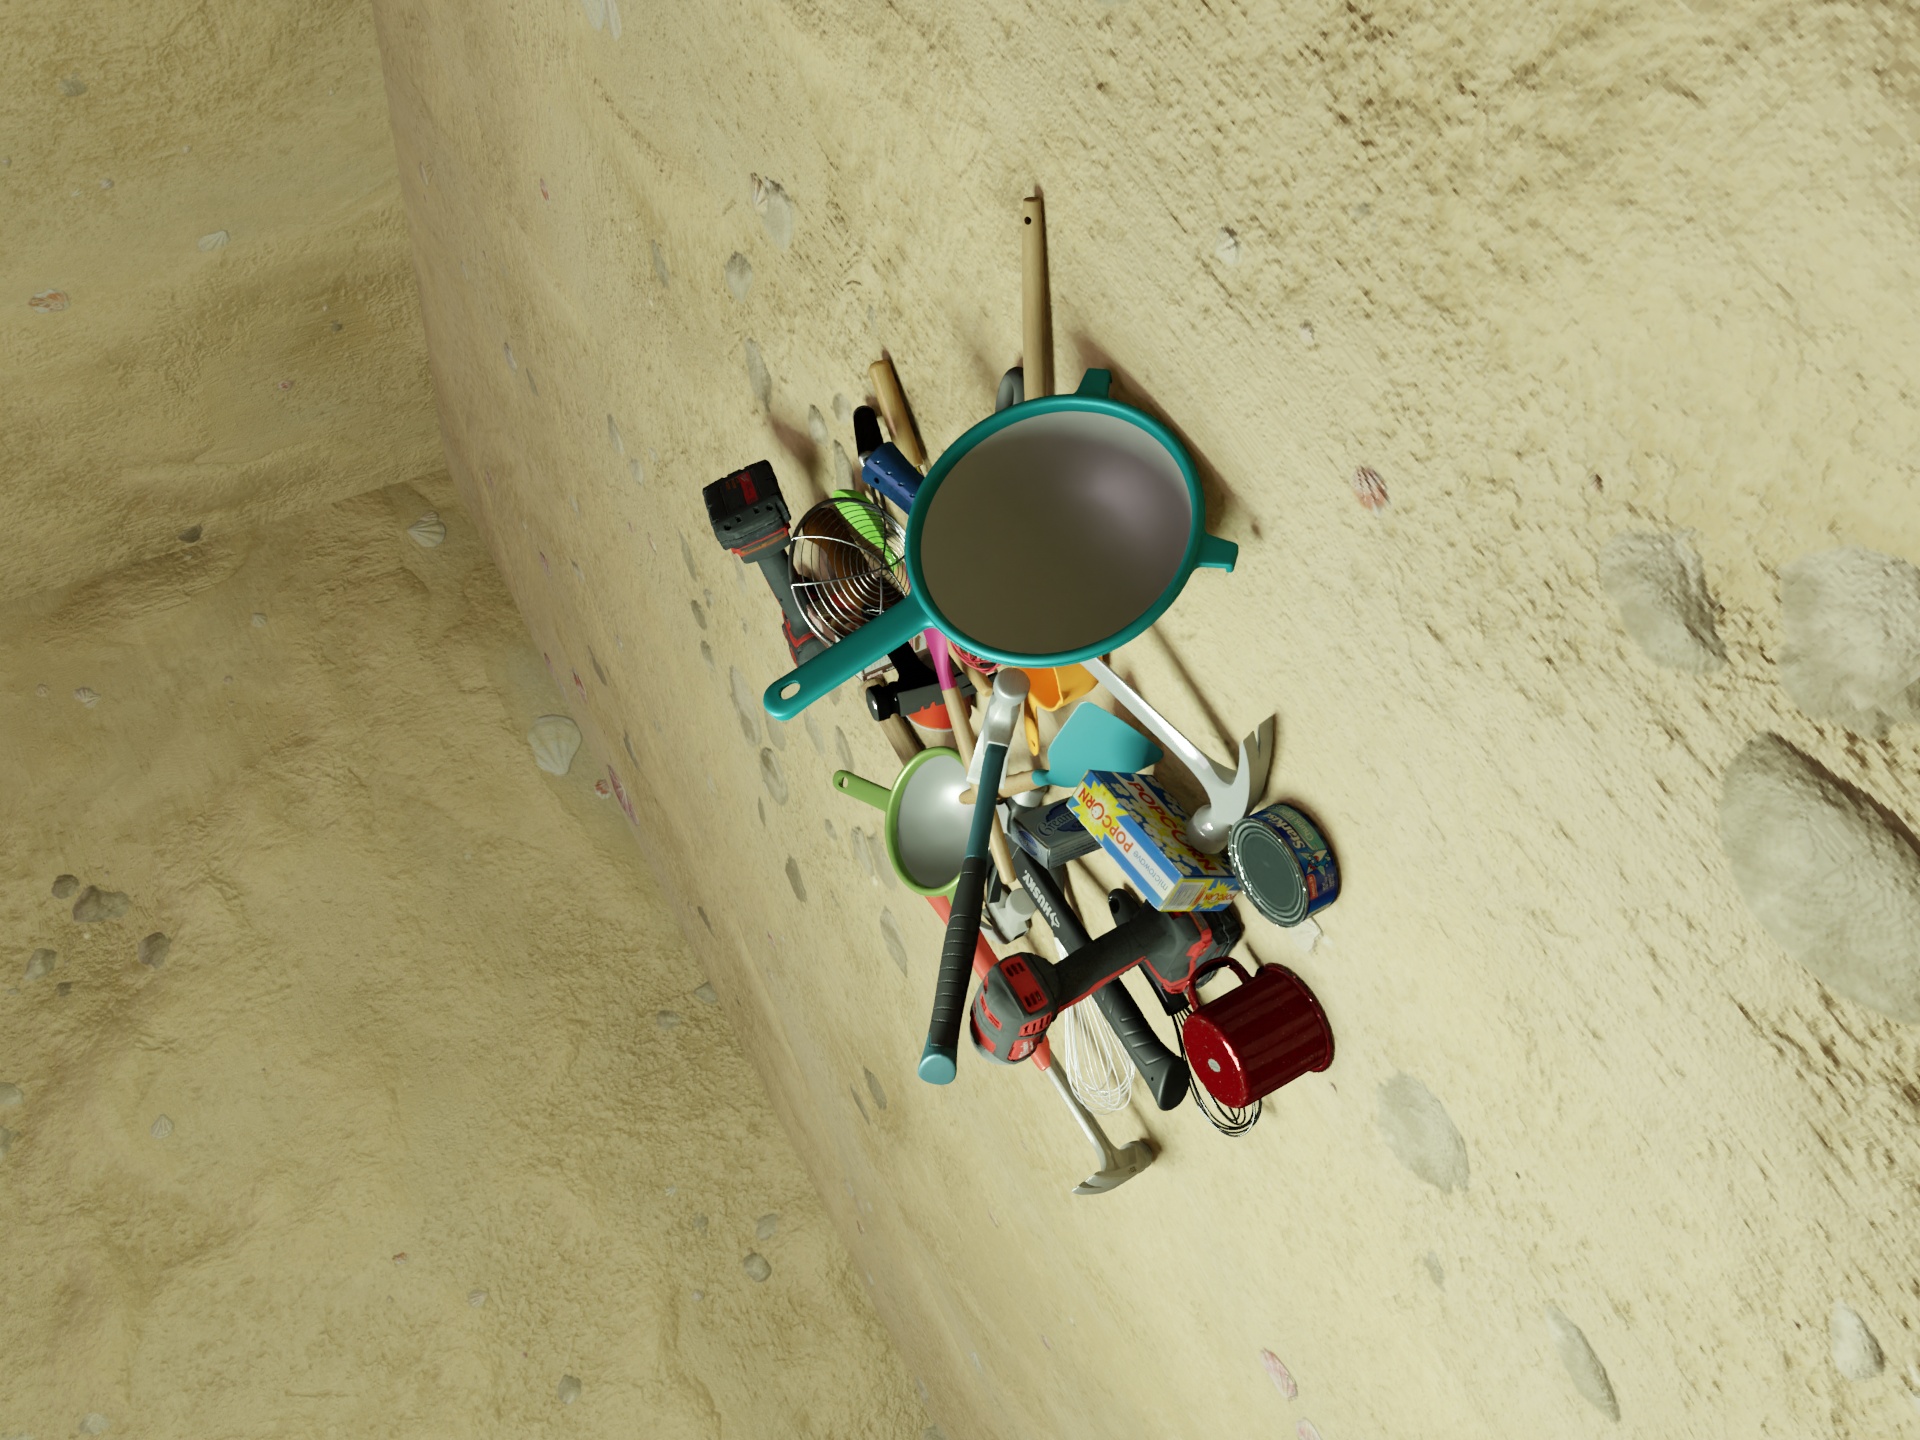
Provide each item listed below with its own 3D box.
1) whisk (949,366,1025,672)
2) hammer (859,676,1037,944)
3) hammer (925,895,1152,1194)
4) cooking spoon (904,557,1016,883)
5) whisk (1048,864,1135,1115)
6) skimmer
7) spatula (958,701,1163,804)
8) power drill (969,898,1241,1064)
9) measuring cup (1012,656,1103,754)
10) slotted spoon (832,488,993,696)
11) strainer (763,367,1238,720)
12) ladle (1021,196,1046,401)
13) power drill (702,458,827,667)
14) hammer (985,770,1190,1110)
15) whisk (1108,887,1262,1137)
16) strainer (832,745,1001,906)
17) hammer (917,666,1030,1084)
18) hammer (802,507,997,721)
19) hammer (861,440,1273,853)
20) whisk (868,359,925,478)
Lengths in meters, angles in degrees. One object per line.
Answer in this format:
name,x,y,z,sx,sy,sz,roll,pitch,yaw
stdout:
whisk,0.032,-0.160,1.325,0.073,0.073,0.295,48,144,38
hammer,-0.021,0.094,1.710,0.331,0.031,0.130,59,156,21
hammer,0.061,0.306,1.593,0.359,0.036,0.149,56,-161,22
cooking spoon,-0.002,-0.005,1.431,0.069,0.017,0.319,-170,62,-81
whisk,0.112,0.243,1.531,0.070,0.070,0.284,-4,102,66
skimmer,-0.095,-0.182,1.372,0.127,0.090,0.364,41,-162,-26
spatula,0.066,0.045,1.398,0.082,0.044,0.317,33,161,-14
power drill,0.106,0.206,1.280,0.079,0.219,0.143,57,155,25
measuring cup,0.080,-0.032,1.343,0.095,0.052,0.173,53,161,32
slotted spoon,-0.044,-0.127,1.521,0.314,0.031,0.070,55,175,37
strainer,0.019,-0.084,1.130,0.211,0.340,0.095,60,-176,27
ladle,0.052,-0.232,1.209,0.078,0.062,0.320,15,127,25
power drill,-0.197,-0.168,1.734,0.188,0.080,0.226,-115,0,-54
hammer,0.105,0.208,1.420,0.335,0.035,0.146,56,134,40
whisk,0.188,0.246,1.369,0.239,0.055,0.055,62,158,24
strainer,-0.038,0.093,1.645,0.256,0.069,0.151,19,98,50
hammer,0.009,0.128,1.294,0.128,0.033,0.331,106,176,-66
hammer,-0.081,-0.121,1.585,0.337,0.127,0.034,-122,21,-46
hammer,0.074,-0.074,1.211,0.406,0.035,0.144,45,149,15
whisk,-0.040,-0.209,1.455,0.047,0.051,0.245,171,80,-73
